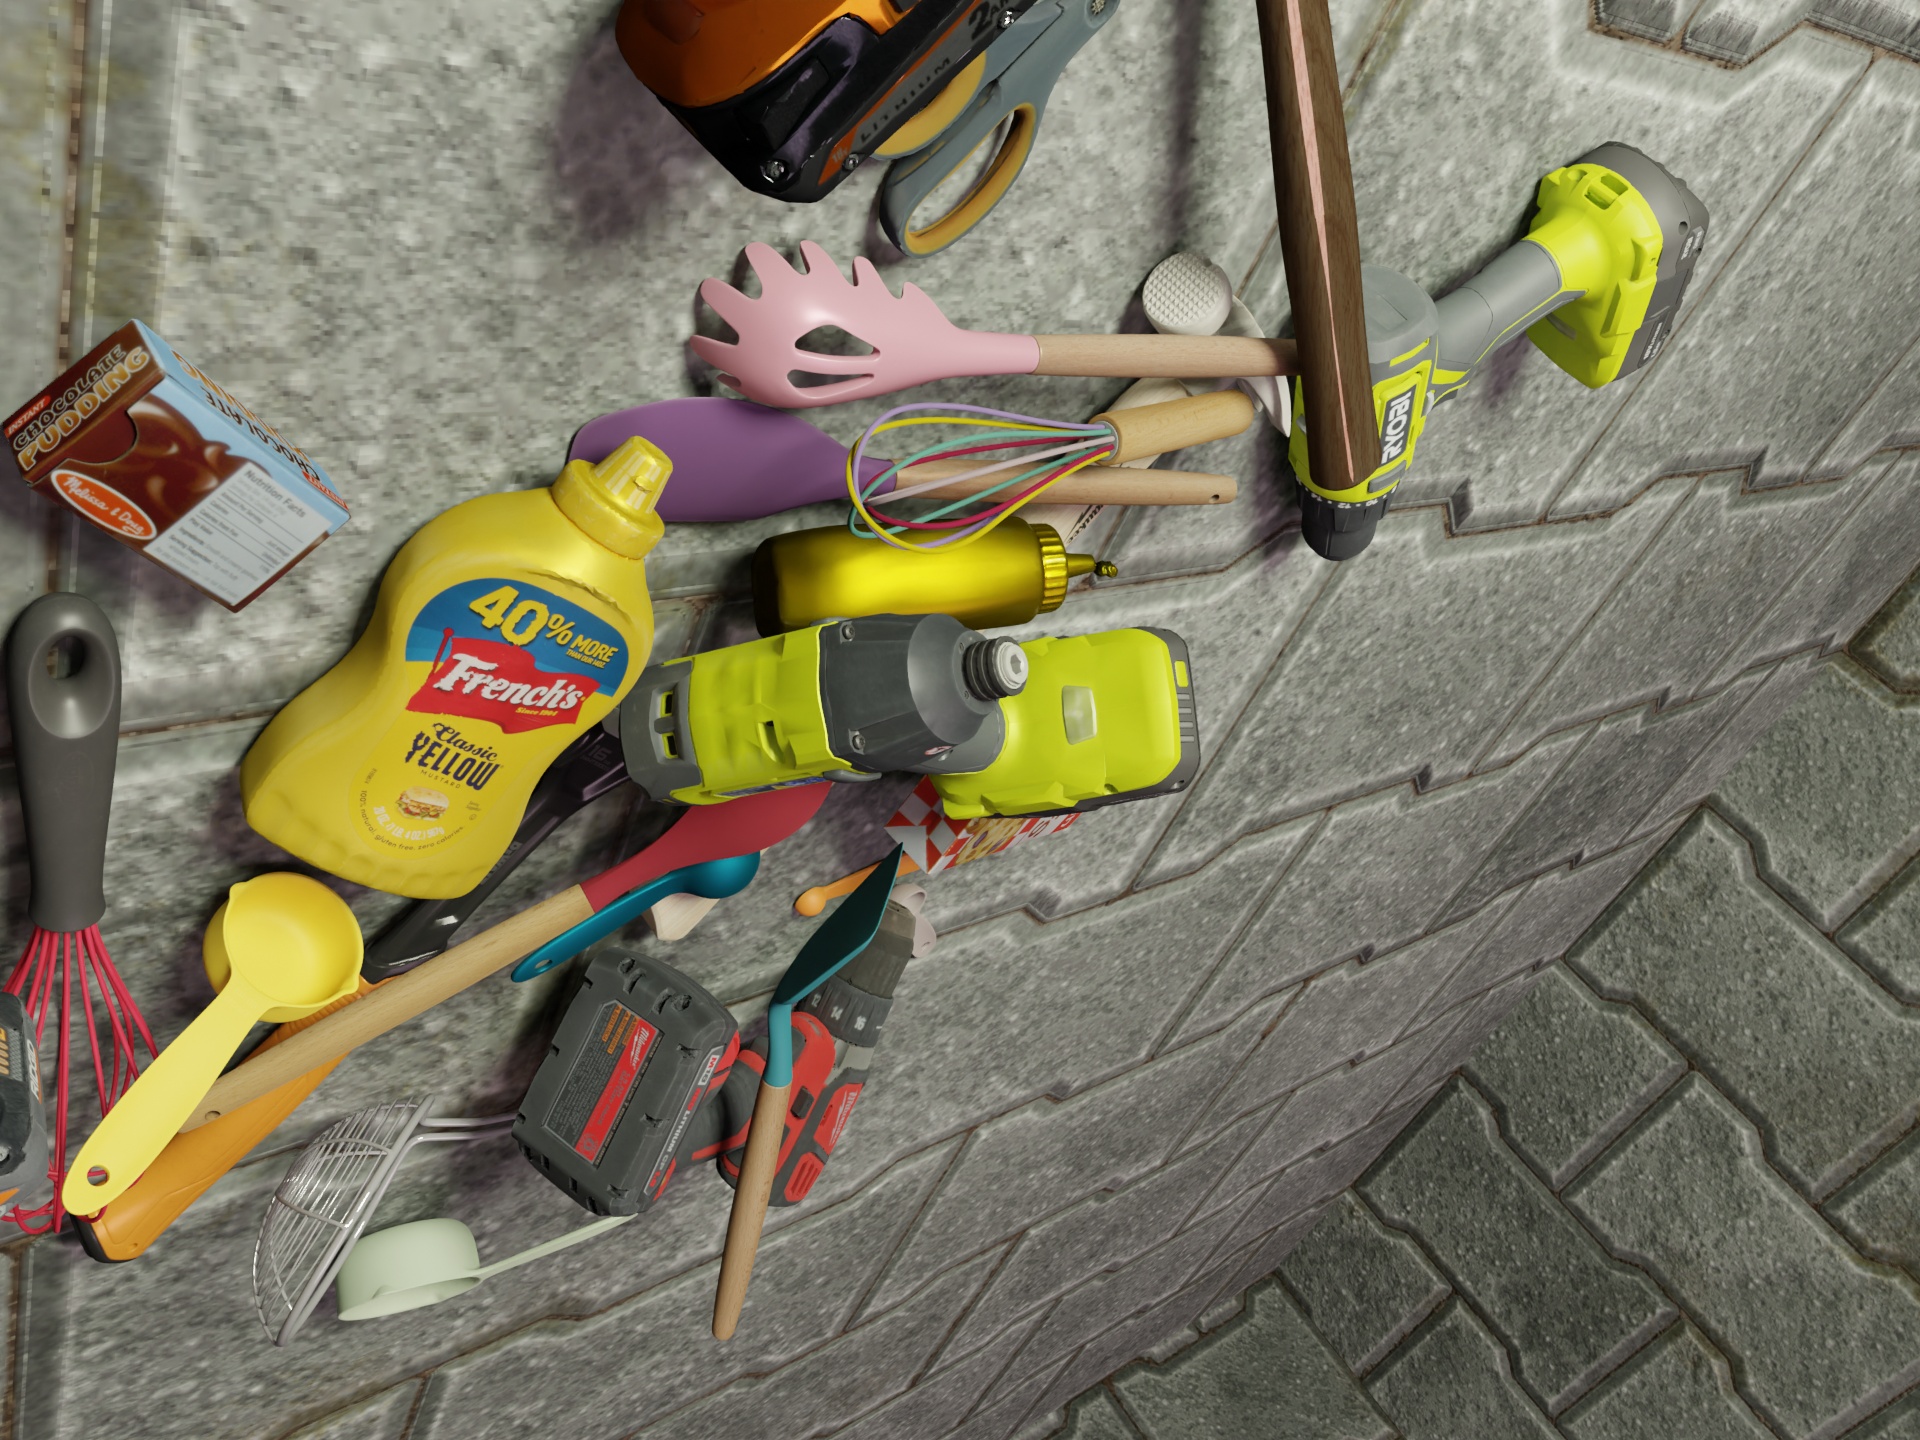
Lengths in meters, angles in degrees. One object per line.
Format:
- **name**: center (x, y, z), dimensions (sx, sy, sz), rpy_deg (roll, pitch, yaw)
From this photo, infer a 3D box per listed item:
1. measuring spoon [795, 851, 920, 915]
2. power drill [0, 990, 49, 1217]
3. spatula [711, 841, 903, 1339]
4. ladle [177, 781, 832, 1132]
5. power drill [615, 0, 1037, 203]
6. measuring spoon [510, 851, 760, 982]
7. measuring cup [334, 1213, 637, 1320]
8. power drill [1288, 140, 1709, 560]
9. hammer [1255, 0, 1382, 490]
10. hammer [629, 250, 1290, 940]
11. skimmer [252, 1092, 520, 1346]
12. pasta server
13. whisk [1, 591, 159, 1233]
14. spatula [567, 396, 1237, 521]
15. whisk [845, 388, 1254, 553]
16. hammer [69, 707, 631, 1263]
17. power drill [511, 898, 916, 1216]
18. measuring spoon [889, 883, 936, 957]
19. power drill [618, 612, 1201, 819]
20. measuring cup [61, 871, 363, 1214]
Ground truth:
- **measuring spoon**: center (-0.046, 0.093, 0.937), dimensions (0.117, 0.011, 0.021), rpy_deg (-18, 144, -35)
- **power drill**: center (-0.365, 0.077, 0.435), dimensions (0.185, 0.084, 0.226), rpy_deg (-40, 135, -2)
- **spatula**: center (-0.086, 0.203, 0.800), dimensions (0.082, 0.044, 0.317), rpy_deg (-75, 179, -63)
- **ladle**: center (-0.184, 0.088, 0.680), dimensions (0.315, 0.031, 0.069), rpy_deg (-29, 141, -15)
- **power drill**: center (-0.080, -0.232, 0.375), dimensions (0.164, 0.084, 0.226), rpy_deg (-42, 147, 3)
- **measuring spoon**: center (-0.145, 0.091, 0.731), dimensions (0.128, 0.021, 0.042), rpy_deg (-31, 152, -20)
- **measuring cup**: center (-0.262, 0.286, 0.878), dimensions (0.167, 0.038, 0.083), rpy_deg (-19, 158, -4)
- **power drill**: center (0.275, -0.192, 0.859), dimensions (0.228, 0.080, 0.190), rpy_deg (-31, 150, -11)
- **hammer**: center (0.135, -0.224, 0.610), dimensions (0.130, 0.031, 0.331), rpy_deg (-35, 136, -13)
- **hammer**: center (-0.005, -0.040, 0.777), dimensions (0.410, 0.038, 0.146), rpy_deg (-45, 153, 9)
- **skimmer**: center (-0.208, 0.237, 0.863), dimensions (0.363, 0.090, 0.127), rpy_deg (1, 128, -51)
- **pasta server**: center (0.044, -0.150, 0.637), dimensions (0.316, 0.040, 0.060), rpy_deg (-9, 134, -35)
- **whisk**: center (-0.314, 0.081, 0.558), dimensions (0.073, 0.073, 0.295), rpy_deg (-12, 135, -41)
- **spatula**: center (-0.007, -0.101, 0.654), dimensions (0.315, 0.018, 0.059), rpy_deg (-3, 139, -33)
- **whisk**: center (0.045, -0.106, 0.645), dimensions (0.245, 0.047, 0.051), rpy_deg (-21, 145, -43)
- **hammer**: center (-0.257, 0.119, 0.699), dimensions (0.337, 0.034, 0.127), rpy_deg (-43, 150, 5)
- **power drill**: center (-0.113, 0.175, 0.857), dimensions (0.188, 0.080, 0.226), rpy_deg (-63, 152, 1)
- **measuring spoon**: center (-0.033, 0.127, 1.005), dimensions (0.034, 0.018, 0.124), rpy_deg (-42, 159, -10)
- **power drill**: center (-0.001, -0.002, 0.649), dimensions (0.171, 0.080, 0.223), rpy_deg (-11, 172, 35)
- **measuring cup**: center (-0.279, 0.119, 0.585), dimensions (0.029, 0.062, 0.157), rpy_deg (-31, -159, 34)
